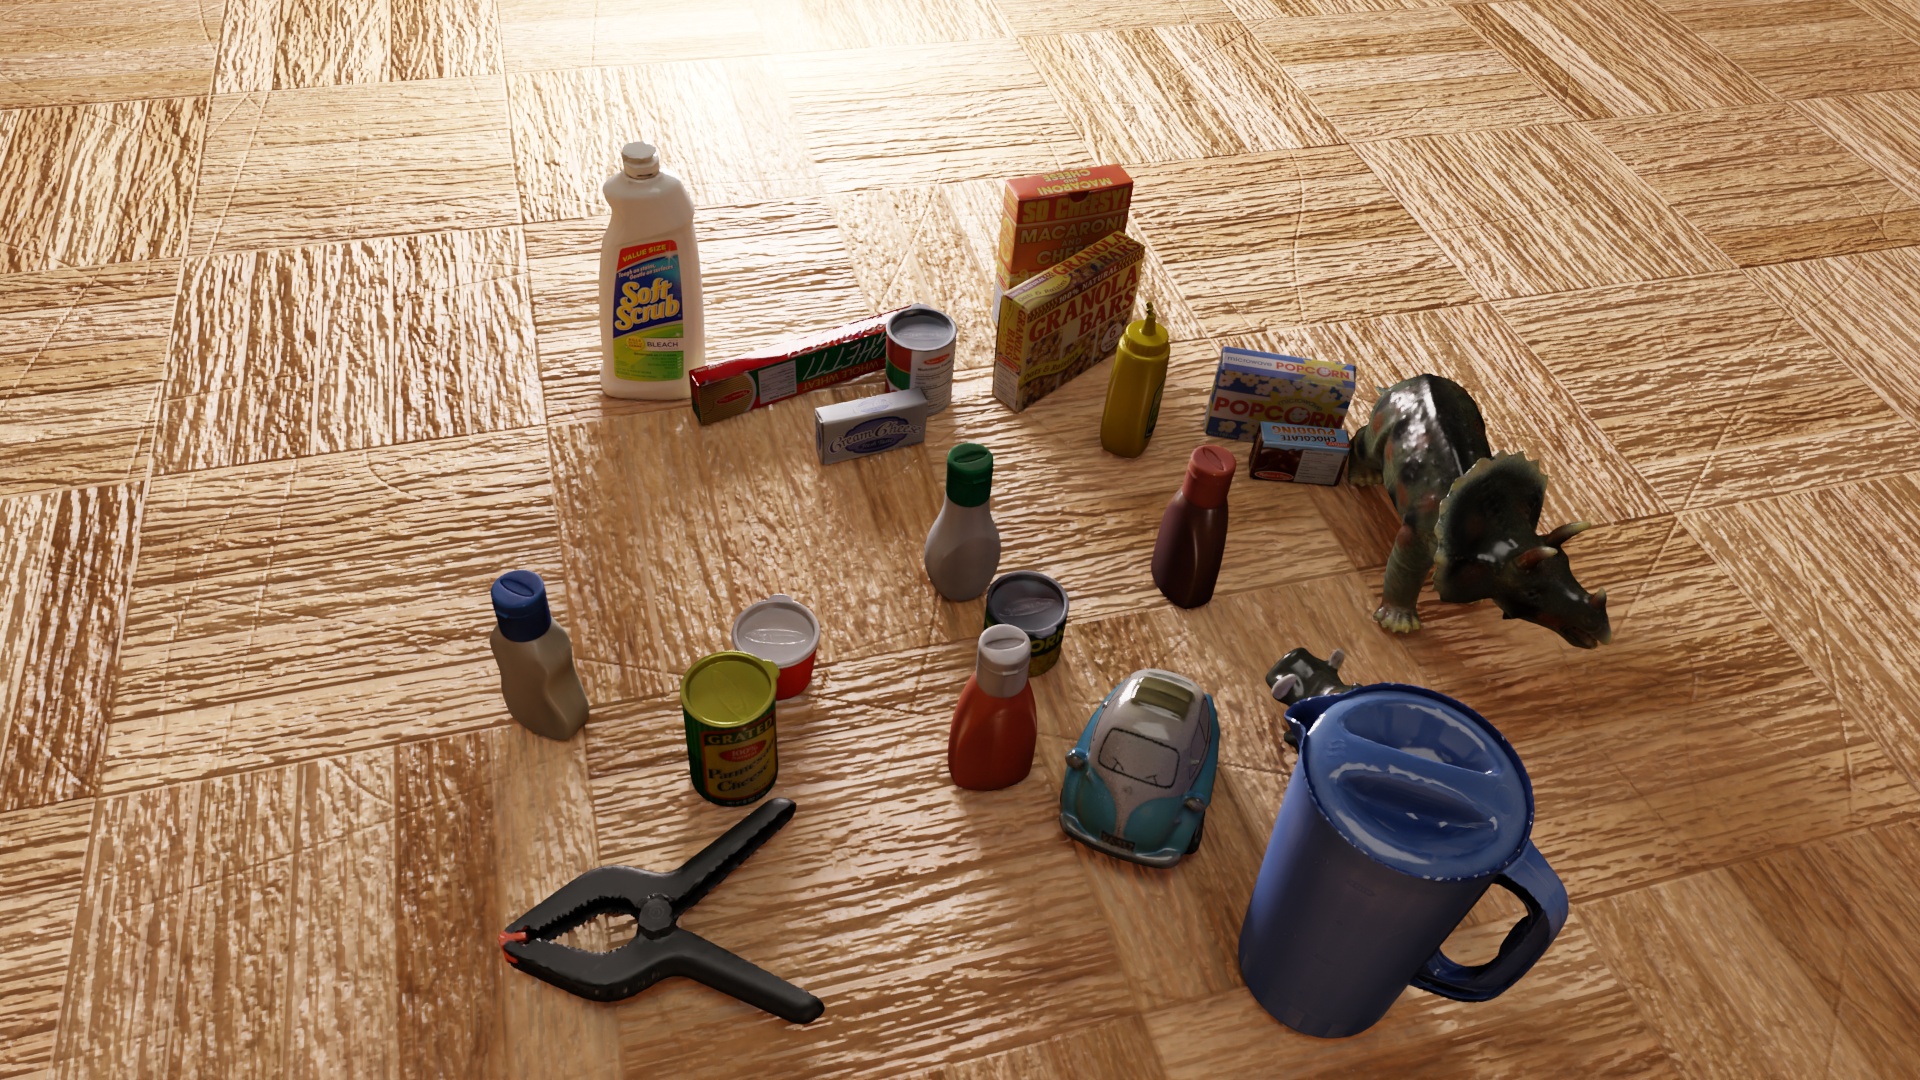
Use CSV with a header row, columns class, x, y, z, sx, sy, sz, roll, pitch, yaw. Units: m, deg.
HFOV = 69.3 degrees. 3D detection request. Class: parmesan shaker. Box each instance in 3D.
class,x,y,z,sx,sy,sz,roll,pitch,yaw
parmesan shaker,-0.162,0.136,0.998,0.071,0.102,0.072,3,46,-3

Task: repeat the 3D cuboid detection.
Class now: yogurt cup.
class,x,y,z,sx,sy,sz,roll,pitch,yaw
yogurt cup,-0.143,0.087,1.081,0.072,0.053,0.073,3,46,-3

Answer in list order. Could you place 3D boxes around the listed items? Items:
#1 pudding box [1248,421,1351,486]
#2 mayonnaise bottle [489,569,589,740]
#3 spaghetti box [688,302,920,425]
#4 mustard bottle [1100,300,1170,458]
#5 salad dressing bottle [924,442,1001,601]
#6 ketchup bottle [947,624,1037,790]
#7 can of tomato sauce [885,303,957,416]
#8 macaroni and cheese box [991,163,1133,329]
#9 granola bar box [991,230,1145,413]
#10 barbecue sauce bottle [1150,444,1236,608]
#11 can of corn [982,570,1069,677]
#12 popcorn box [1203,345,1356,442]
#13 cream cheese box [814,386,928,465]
class,x,y,z,sx,sy,sz,roll,pitch,yaw
pudding box,0.314,-0.080,1.288,0.084,0.049,0.030,5,46,-1
mayonnaise bottle,-0.308,0.083,1.005,0.065,0.147,0.041,22,48,16
spaghetti box,-0.139,-0.171,1.334,0.251,0.049,0.029,-21,51,-23
mustard bottle,0.162,-0.149,1.264,0.049,0.159,0.066,18,47,12
salad dressing bottle,0.004,-0.014,1.128,0.064,0.146,0.044,-14,49,-18
ketchup bottle,0.026,0.122,0.998,0.065,0.148,0.044,-7,47,-12
can of tomato sauce,-0.039,-0.170,1.319,0.071,0.082,0.071,3,46,-3
macaroni and cheese box,0.100,-0.287,1.387,0.124,0.165,0.040,-13,49,-17
granola bar box,0.103,-0.213,1.345,0.166,0.123,0.039,-34,57,-32
barbecue sauce bottle,0.194,-0.013,1.144,0.044,0.147,0.065,-16,50,-20
can of corn,0.052,0.069,1.114,0.071,0.058,0.071,3,46,-3
popcorn box,0.300,-0.132,1.313,0.127,0.084,0.038,9,46,4
cream cheese box,-0.081,-0.105,1.273,0.104,0.053,0.024,-14,49,-18
